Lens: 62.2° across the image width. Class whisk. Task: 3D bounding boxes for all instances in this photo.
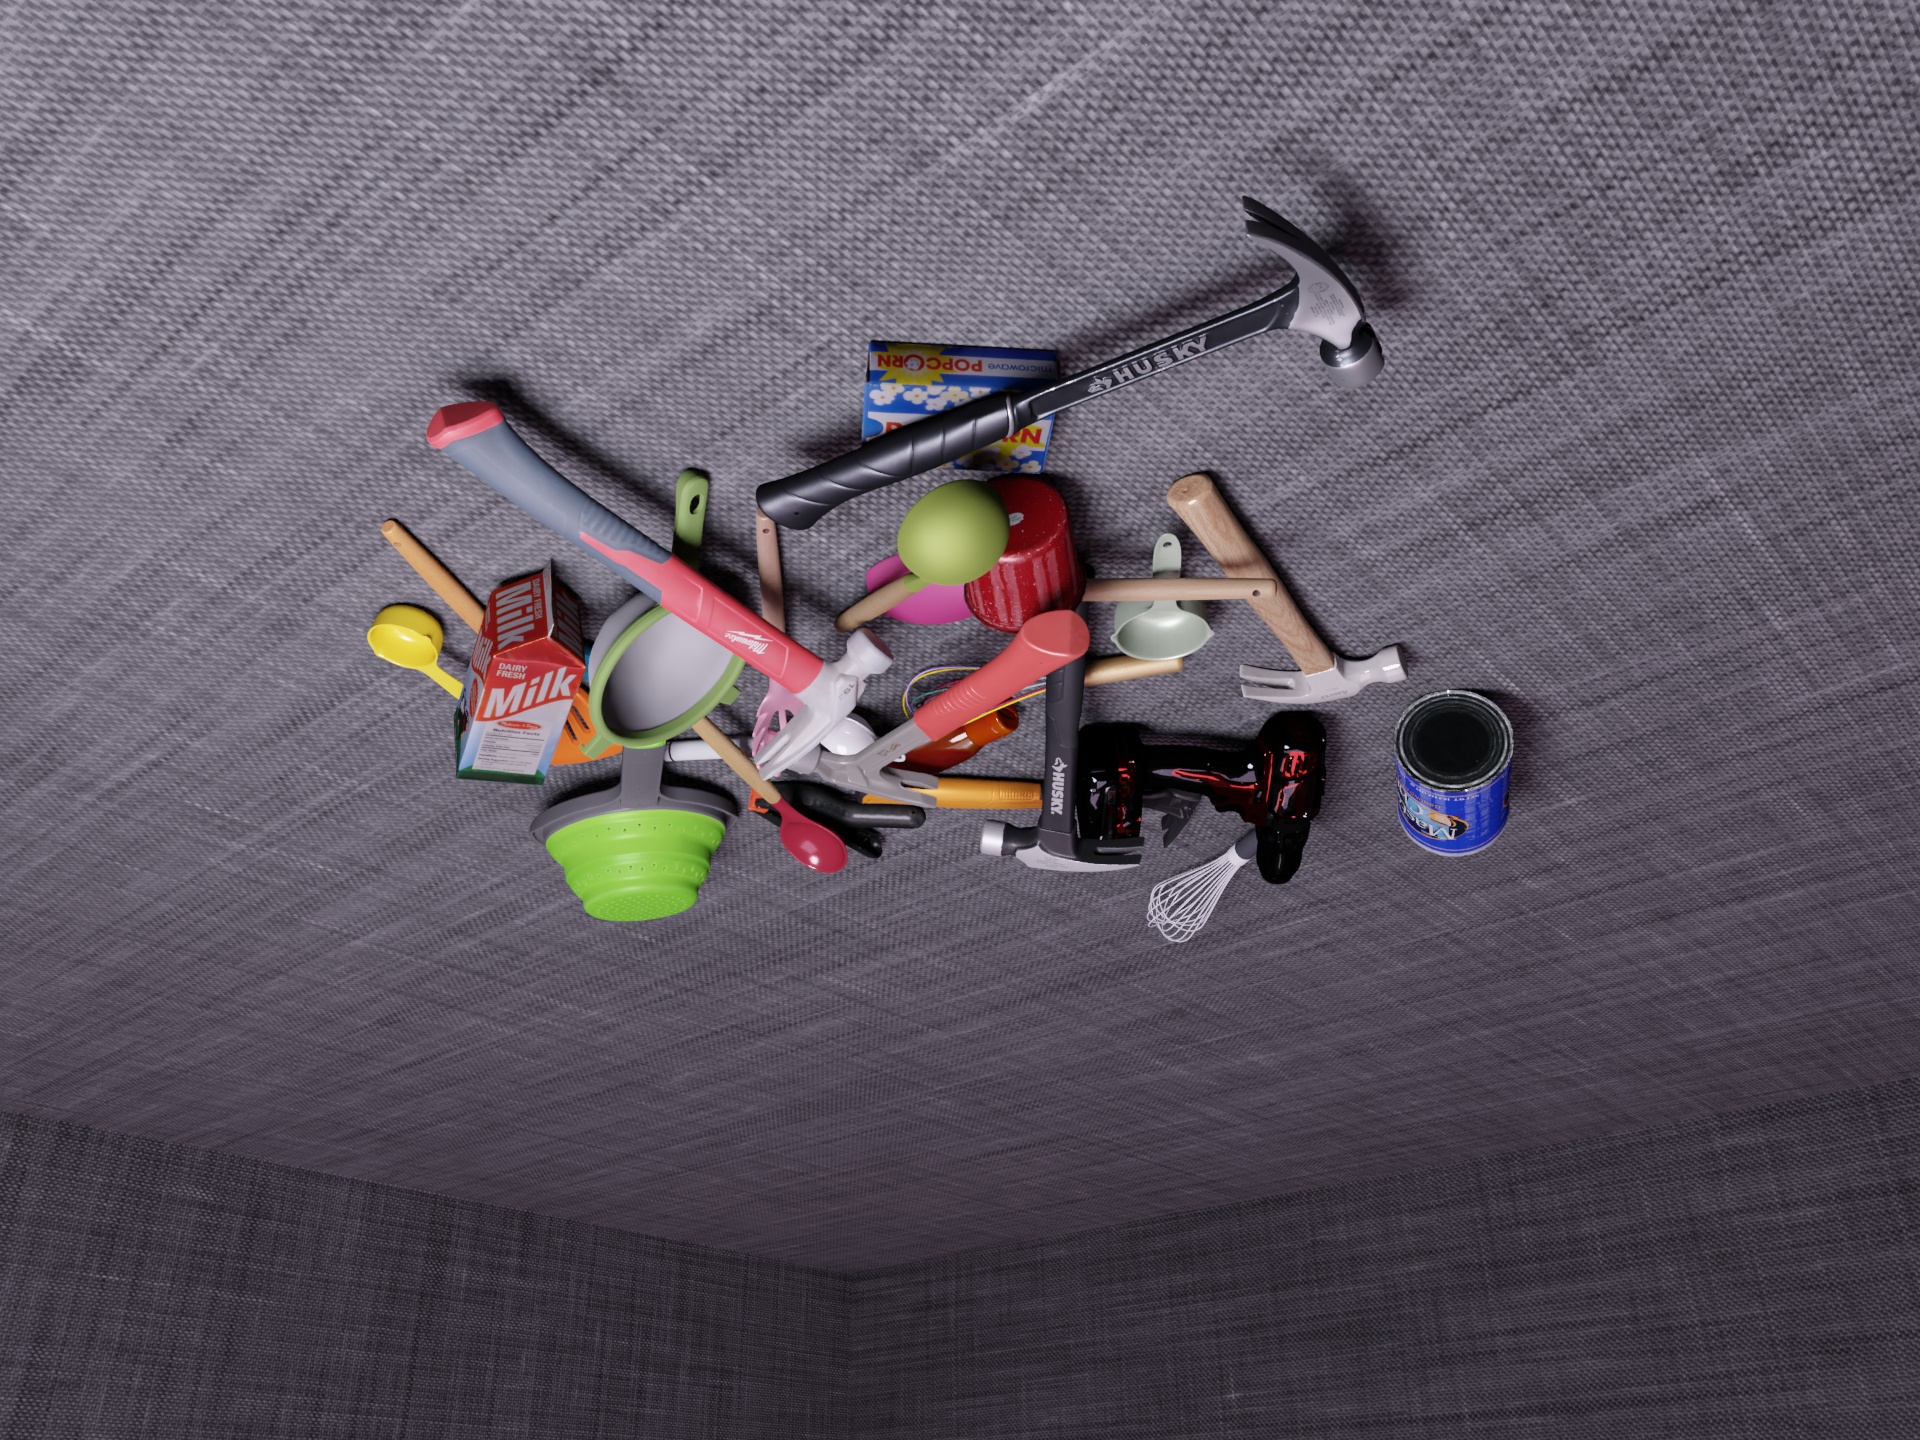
[{"bbox_3d":[0.070,-0.030,1.368,0.245,0.047,0.051,-9,148,8],"label":"whisk"},{"bbox_3d":[0.280,0.156,1.696,0.070,0.070,0.284,12,143,-21],"label":"whisk"}]

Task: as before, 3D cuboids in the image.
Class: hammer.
[{"bbox_3d":[0.045,-0.199,0.994,0.409,0.036,0.149,-17,146,25],"label":"hammer"},{"bbox_3d":[0.064,0.076,1.563,0.337,0.034,0.127,3,149,-7],"label":"hammer"},{"bbox_3d":[-0.002,-0.004,1.257,0.149,0.037,0.359,16,155,-26],"label":"hammer"},{"bbox_3d":[-0.222,-0.091,1.136,0.143,0.038,0.385,-45,130,11],"label":"hammer"},{"bbox_3d":[0.091,0.007,1.339,0.146,0.035,0.334,9,133,10],"label":"hammer"},{"bbox_3d":[0.244,-0.096,1.265,0.130,0.031,0.331,-17,146,26],"label":"hammer"}]

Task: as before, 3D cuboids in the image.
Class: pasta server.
[{"bbox_3d":[-0.149,-0.057,1.296,0.060,0.040,0.316,-7,146,-8],"label":"pasta server"}]

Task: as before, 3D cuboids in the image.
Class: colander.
[{"bbox_3d":[-0.301,0.110,1.497,0.204,0.095,0.397,-3,159,-14],"label":"colander"}]

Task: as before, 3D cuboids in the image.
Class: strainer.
[{"bbox_3d":[-0.232,-0.095,1.222,0.151,0.069,0.256,-25,145,-38],"label":"strainer"},{"bbox_3d":[-0.169,0.021,1.455,0.258,0.050,0.086,-3,134,16],"label":"strainer"}]

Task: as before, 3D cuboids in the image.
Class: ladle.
[{"bbox_3d":[-0.046,-0.107,1.158,0.078,0.062,0.320,-15,179,-21],"label":"ladle"},{"bbox_3d":[-0.185,0.060,1.465,0.069,0.031,0.315,-1,149,24],"label":"ladle"}]

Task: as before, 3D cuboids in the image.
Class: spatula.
[{"bbox_3d":[-0.380,-0.058,1.307,0.081,0.041,0.322,-10,148,13],"label":"spatula"}]

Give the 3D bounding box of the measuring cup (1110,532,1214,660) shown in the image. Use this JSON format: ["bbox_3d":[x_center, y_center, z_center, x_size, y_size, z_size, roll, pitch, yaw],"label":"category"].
[{"bbox_3d":[0.158,-0.106,1.240,0.083,0.038,0.167,-3,149,3],"label":"measuring cup"}]

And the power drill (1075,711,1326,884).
[{"bbox_3d":[0.224,0.081,1.484,0.226,0.080,0.187,-3,128,-1],"label":"power drill"}]

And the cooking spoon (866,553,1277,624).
[{"bbox_3d":[0.079,-0.099,1.209,0.319,0.017,0.068,1,128,17],"label":"cooking spoon"}]

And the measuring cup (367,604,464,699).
[{"bbox_3d":[-0.424,-0.044,1.324,0.062,0.029,0.156,-13,141,28],"label":"measuring cup"}]

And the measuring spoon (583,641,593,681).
[{"bbox_3d":[-0.308,-0.041,1.371,0.042,0.021,0.128,-11,158,16],"label":"measuring spoon"}]
